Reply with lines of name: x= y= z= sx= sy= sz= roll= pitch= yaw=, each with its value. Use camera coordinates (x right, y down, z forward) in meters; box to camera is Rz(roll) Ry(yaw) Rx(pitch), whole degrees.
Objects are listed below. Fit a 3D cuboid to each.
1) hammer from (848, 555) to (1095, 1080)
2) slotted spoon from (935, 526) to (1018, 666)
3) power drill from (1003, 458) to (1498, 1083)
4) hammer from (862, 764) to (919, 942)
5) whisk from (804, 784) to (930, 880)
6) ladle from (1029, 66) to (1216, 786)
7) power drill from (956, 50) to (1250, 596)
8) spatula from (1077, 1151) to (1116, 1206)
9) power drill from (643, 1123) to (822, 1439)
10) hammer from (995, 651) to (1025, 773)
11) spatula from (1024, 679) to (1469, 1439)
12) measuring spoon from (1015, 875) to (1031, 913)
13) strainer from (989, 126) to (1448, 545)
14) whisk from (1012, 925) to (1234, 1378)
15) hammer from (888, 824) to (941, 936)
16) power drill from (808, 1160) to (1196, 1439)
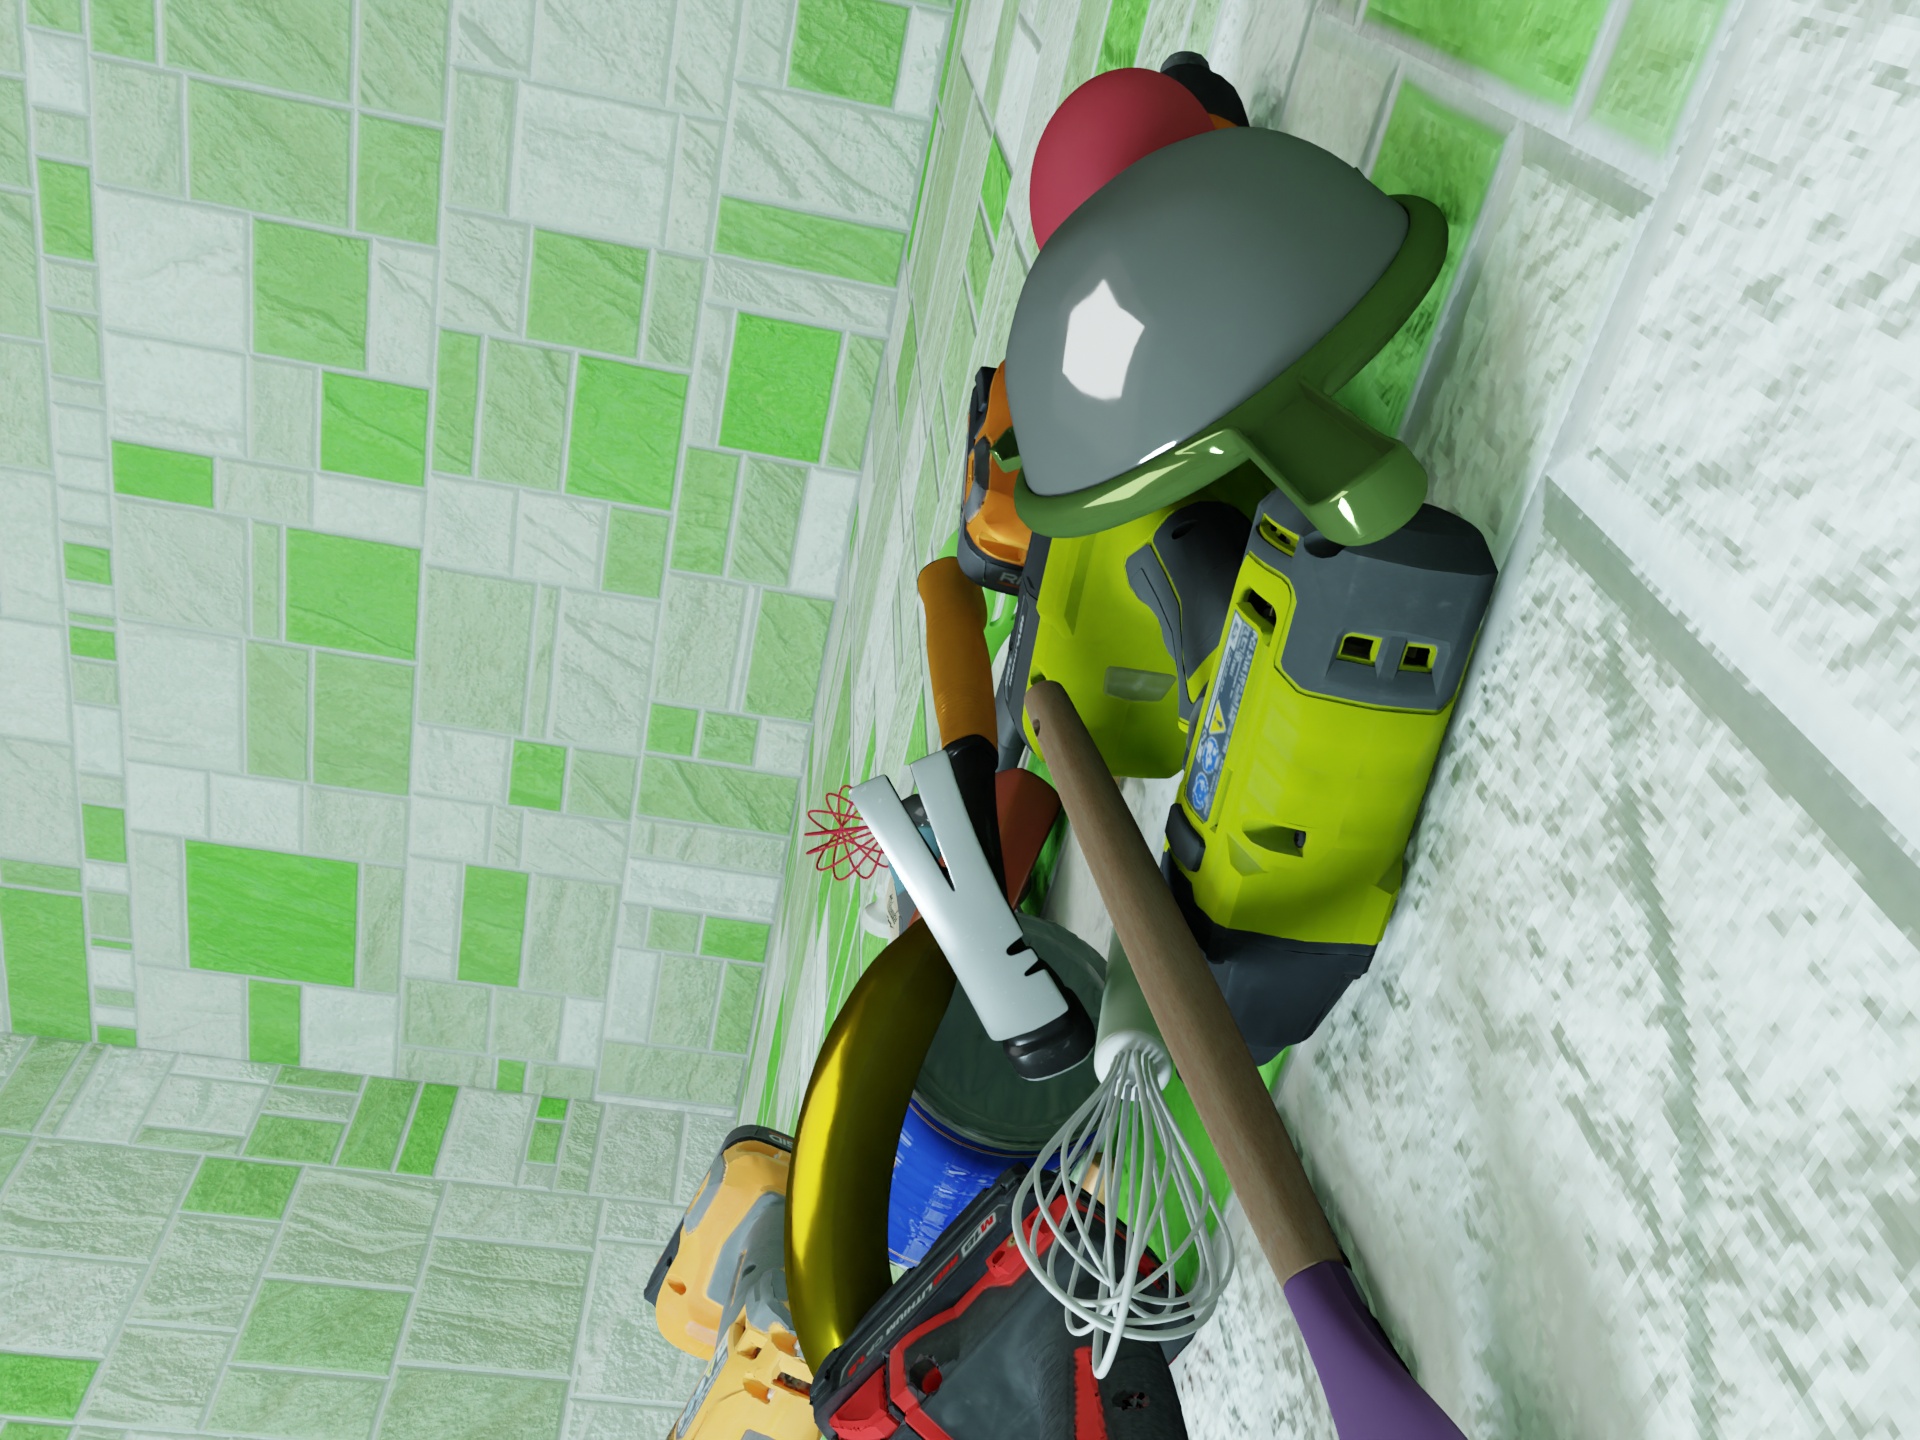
hammer: x=-0.001 y=-0.002 z=0.663 sx=0.337 sy=0.034 sz=0.127 roll=-97 pitch=-20 yaw=-64
slotted spoon: x=0.008 y=0.002 z=0.962 sx=0.313 sy=0.070 sz=0.031 roll=96 pitch=155 yaw=-48
power drill: x=0.075 y=-0.006 z=0.498 sx=0.223 sy=0.080 sz=0.171 roll=-110 pitch=31 yaw=-66
hammer: x=-0.029 y=0.174 z=1.100 sx=0.411 sy=0.038 sz=0.146 roll=-104 pitch=26 yaw=-67
whisk: x=-0.055 y=0.074 z=1.090 sx=0.296 sy=0.073 sz=0.073 roll=157 pitch=122 yaw=-72
ladle: x=0.060 y=-0.087 z=0.615 sx=0.031 sy=0.069 sz=0.315 roll=-65 pitch=-21 yaw=-45
power drill: x=0.067 y=-0.170 z=0.702 sx=0.226 sy=0.084 sz=0.164 roll=122 pitch=156 yaw=-58
spatula: x=0.022 y=0.320 z=0.678 sx=0.081 sy=0.041 sz=0.322 roll=-107 pitch=32 yaw=-67
power drill: x=-0.117 y=0.326 z=0.800 sx=0.185 sy=0.084 sz=0.226 roll=-61 pitch=12 yaw=5
hammer: x=-0.022 y=0.145 z=0.939 sx=0.149 sy=0.036 sz=0.409 roll=-111 pitch=38 yaw=-71
spatula: x=0.070 y=0.101 z=0.361 sx=0.316 sy=0.018 sz=0.059 roll=-112 pitch=29 yaw=-41
measuring spoon: x=0.038 y=0.105 z=0.824 sx=0.124 sy=0.018 sz=0.034 roll=-114 pitch=17 yaw=-62
strainer: x=0.063 y=-0.107 z=0.422 sx=0.151 sy=0.069 sz=0.256 roll=-36 pitch=19 yaw=12
whisk: x=0.053 y=0.112 z=0.492 sx=0.246 sy=0.058 sz=0.059 roll=-61 pitch=-16 yaw=-73
hammer: x=-0.018 y=0.214 z=0.801 sx=0.128 sy=0.033 sz=0.331 roll=-39 pitch=46 yaw=52
power drill: x=0.024 y=0.224 z=0.432 sx=0.143 sy=0.078 sz=0.220 roll=-47 pitch=11 yaw=-1
